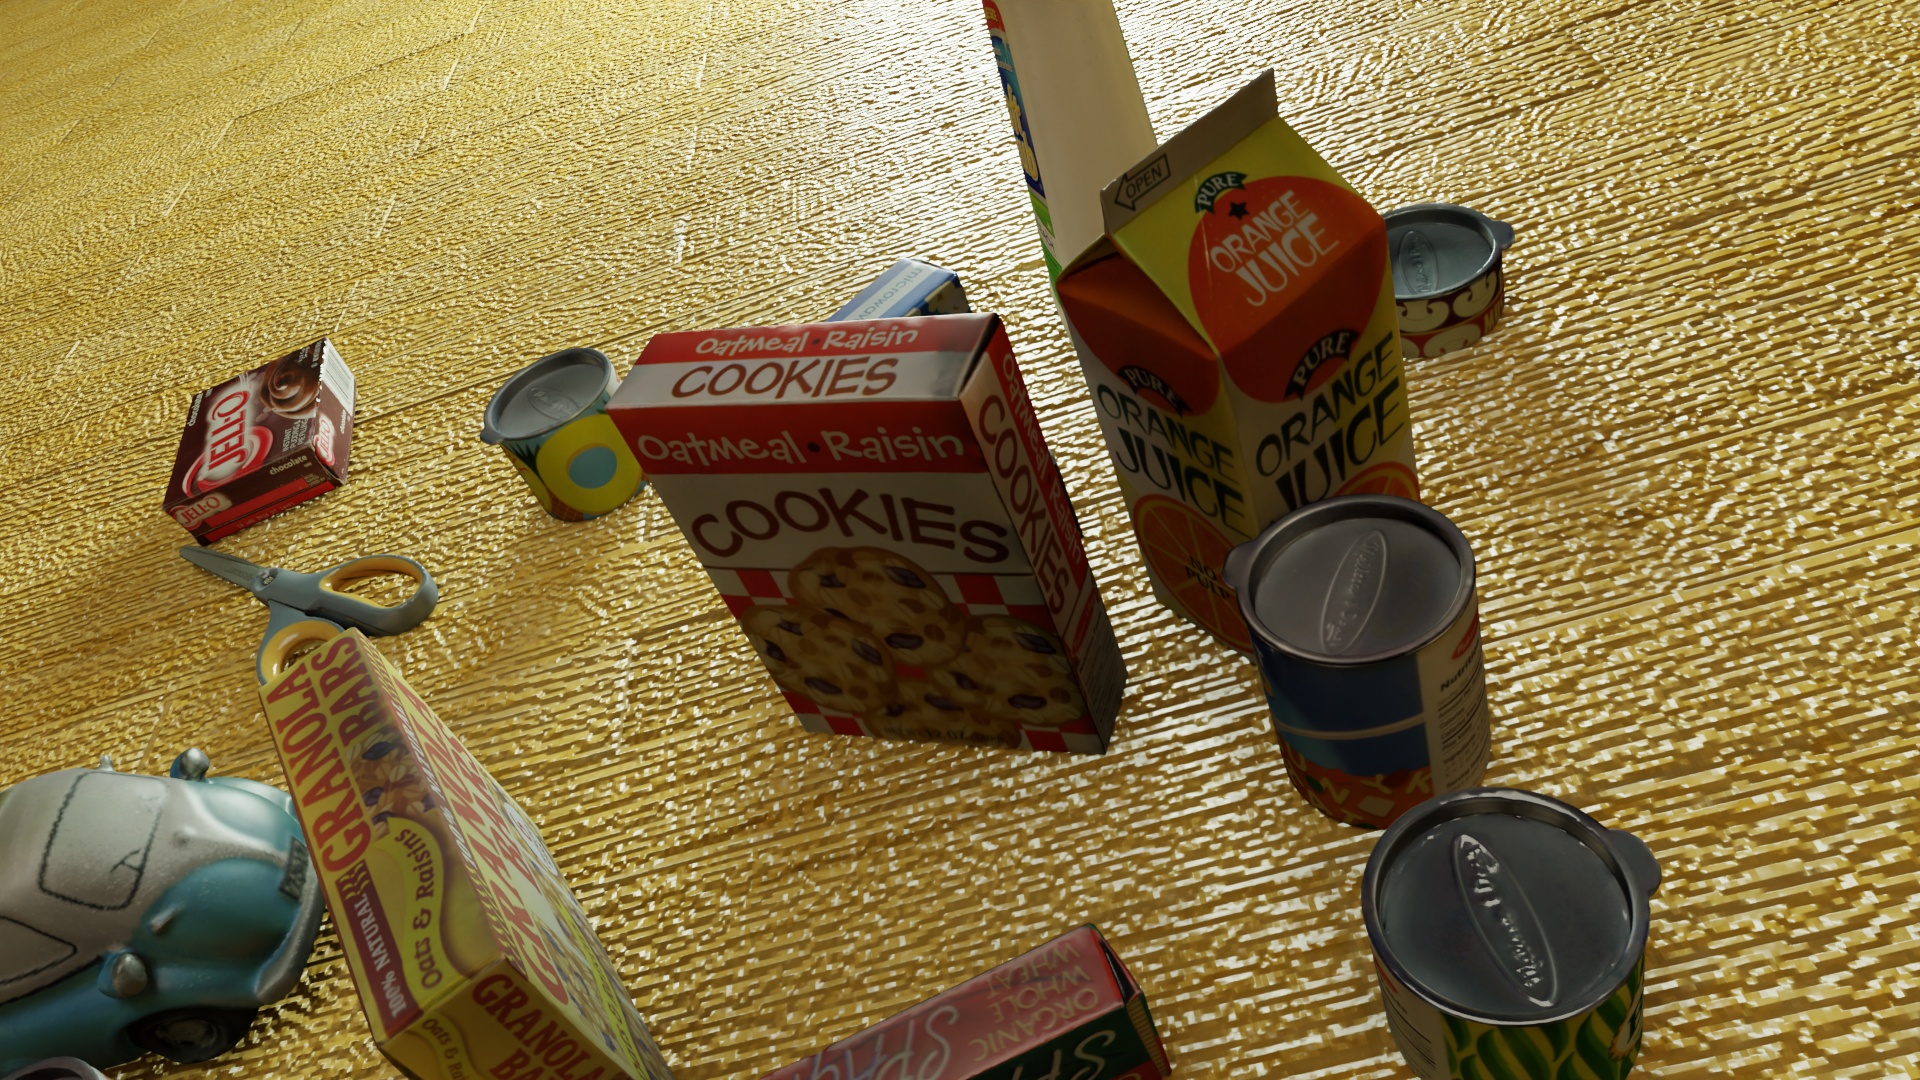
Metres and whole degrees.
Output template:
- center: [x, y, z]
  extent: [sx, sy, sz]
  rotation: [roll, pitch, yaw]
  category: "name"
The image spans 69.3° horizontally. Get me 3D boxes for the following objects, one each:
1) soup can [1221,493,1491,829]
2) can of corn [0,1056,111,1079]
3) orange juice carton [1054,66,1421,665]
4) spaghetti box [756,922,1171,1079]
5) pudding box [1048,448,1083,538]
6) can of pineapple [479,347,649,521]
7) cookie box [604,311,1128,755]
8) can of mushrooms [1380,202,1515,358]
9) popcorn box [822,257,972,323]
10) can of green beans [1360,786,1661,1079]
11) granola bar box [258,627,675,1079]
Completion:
- center: [0.122, 0.037, 0.422]
  extent: [0.071, 0.083, 0.072]
  rotation: [-13, 42, 12]
  category: "soup can"
- center: [-0.287, 0.212, 0.444]
  extent: [0.071, 0.058, 0.071]
  rotation: [-13, 42, 12]
  category: "can of corn"
- center: [0.091, -0.048, 0.444]
  extent: [0.072, 0.191, 0.073]
  rotation: [-39, 43, -16]
  category: "orange juice carton"
- center: [-0.062, 0.179, 0.382]
  extent: [0.250, 0.050, 0.029]
  rotation: [-25, 41, -2]
  category: "spaghetti box"
- center: [0.002, -0.007, 0.550]
  extent: [0.084, 0.049, 0.030]
  rotation: [-28, 41, -5]
  category: "pudding box"
- center: [-0.190, -0.050, 0.677]
  extent: [0.071, 0.057, 0.071]
  rotation: [-13, 42, 12]
  category: "can of pineapple"
- center: [-0.024, 0.003, 0.462]
  extent: [0.123, 0.166, 0.040]
  rotation: [1, 46, 25]
  category: "cookie box"
- center: [0.195, -0.109, 0.582]
  extent: [0.071, 0.033, 0.071]
  rotation: [-13, 42, 12]
  category: "can of mushrooms"
- center: [-0.041, -0.048, 0.586]
  extent: [0.127, 0.085, 0.038]
  rotation: [-43, 45, -22]
  category: "popcorn box"
- center: [0.141, 0.107, 0.359]
  extent: [0.071, 0.057, 0.071]
  rotation: [-13, 42, 12]
  category: "can of green beans"
- center: [-0.151, 0.117, 0.432]
  extent: [0.039, 0.123, 0.166]
  rotation: [-36, 42, -14]
  category: "granola bar box"
